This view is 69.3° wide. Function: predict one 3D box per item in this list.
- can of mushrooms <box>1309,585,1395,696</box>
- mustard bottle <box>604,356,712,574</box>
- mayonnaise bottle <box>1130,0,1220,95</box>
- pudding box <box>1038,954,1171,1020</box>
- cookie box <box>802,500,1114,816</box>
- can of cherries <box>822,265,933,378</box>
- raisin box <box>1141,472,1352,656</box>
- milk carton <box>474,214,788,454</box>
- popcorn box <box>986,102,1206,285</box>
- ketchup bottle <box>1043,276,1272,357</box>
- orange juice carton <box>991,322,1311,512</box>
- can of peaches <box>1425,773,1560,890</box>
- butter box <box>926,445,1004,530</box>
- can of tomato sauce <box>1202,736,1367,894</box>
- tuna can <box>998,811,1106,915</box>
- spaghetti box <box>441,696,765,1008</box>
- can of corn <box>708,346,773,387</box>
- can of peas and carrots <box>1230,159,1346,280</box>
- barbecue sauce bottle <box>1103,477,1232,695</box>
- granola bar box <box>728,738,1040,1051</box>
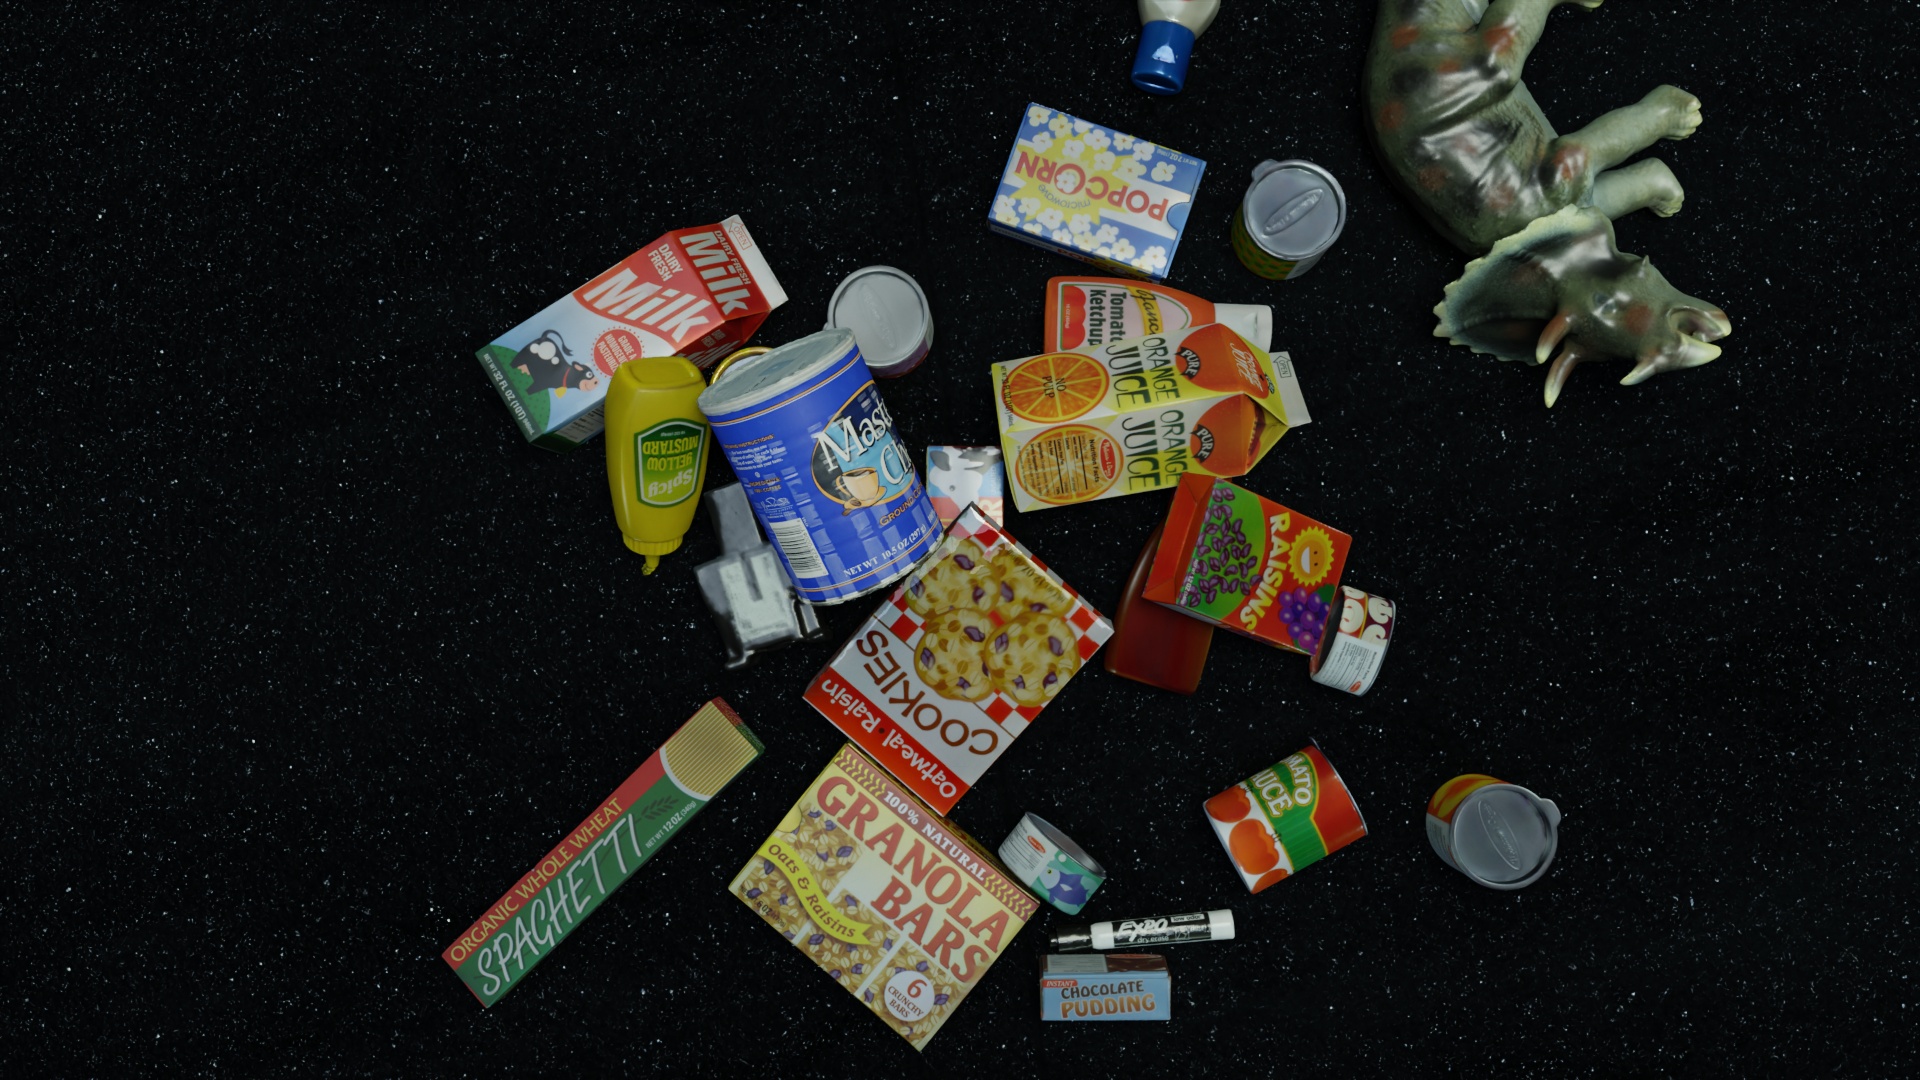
[{"bbox_3d":[0.253,0.063,0.900,0.033,0.071,0.071,18,88,4],"label":"can of mushrooms"},{"bbox_3d":[-0.198,-0.041,0.906,0.065,0.049,0.159,-11,129,-29],"label":"mustard bottle"},{"bbox_3d":[0.151,-0.378,0.940,0.065,0.041,0.148,15,87,1],"label":"mayonnaise bottle"},{"bbox_3d":[0.093,0.289,0.900,0.084,0.049,0.030,-1,89,2],"label":"pudding box"},{"bbox_3d":[-0.002,0.077,0.904,0.123,0.040,0.167,41,97,-3],"label":"cookie box"},{"bbox_3d":[-0.055,-0.144,0.926,0.071,0.058,0.071,0,88,2],"label":"can of cherries"},{"bbox_3d":[0.184,0.017,0.888,0.123,0.040,0.086,20,85,-29],"label":"raisin box"},{"bbox_3d":[-0.213,-0.139,0.924,0.190,0.073,0.072,-31,86,0],"label":"milk carton"},{"bbox_3d":[0.090,-0.231,0.936,0.127,0.038,0.085,20,87,3],"label":"popcorn box"},{"bbox_3d":[0.130,-0.141,0.926,0.149,0.043,0.065,3,80,2],"label":"ketchup bottle"},{"bbox_3d":[0.122,-0.082,0.891,0.193,0.072,0.072,-10,45,4],"label":"orange juice carton"},{"bbox_3d":[0.341,0.185,0.892,0.071,0.058,0.071,0,86,2],"label":"can of peaches"},{"bbox_3d":[0.003,-0.012,0.933,0.053,0.024,0.103,0,86,3],"label":"butter box"},{"bbox_3d":[0.207,0.177,0.893,0.083,0.071,0.071,-29,86,1],"label":"can of tomato sauce"},{"bbox_3d":[0.060,0.210,0.899,0.071,0.071,0.033,38,90,4],"label":"tuna can"},{"bbox_3d":[-0.238,0.208,0.927,0.250,0.028,0.050,-43,85,-1],"label":"spaghetti box"},{"bbox_3d":[-0.133,-0.094,0.926,0.071,0.058,0.071,0,87,2],"label":"can of corn"},{"bbox_3d":[0.214,-0.213,0.919,0.071,0.058,0.071,0,86,3],"label":"can of peas and carrots"},{"bbox_3d":[0.143,0.023,0.916,0.065,0.043,0.148,16,87,-10],"label":"barbecue sauce bottle"},{"bbox_3d":[-0.049,0.231,0.914,0.165,0.039,0.124,39,89,4],"label":"granola bar box"}]
